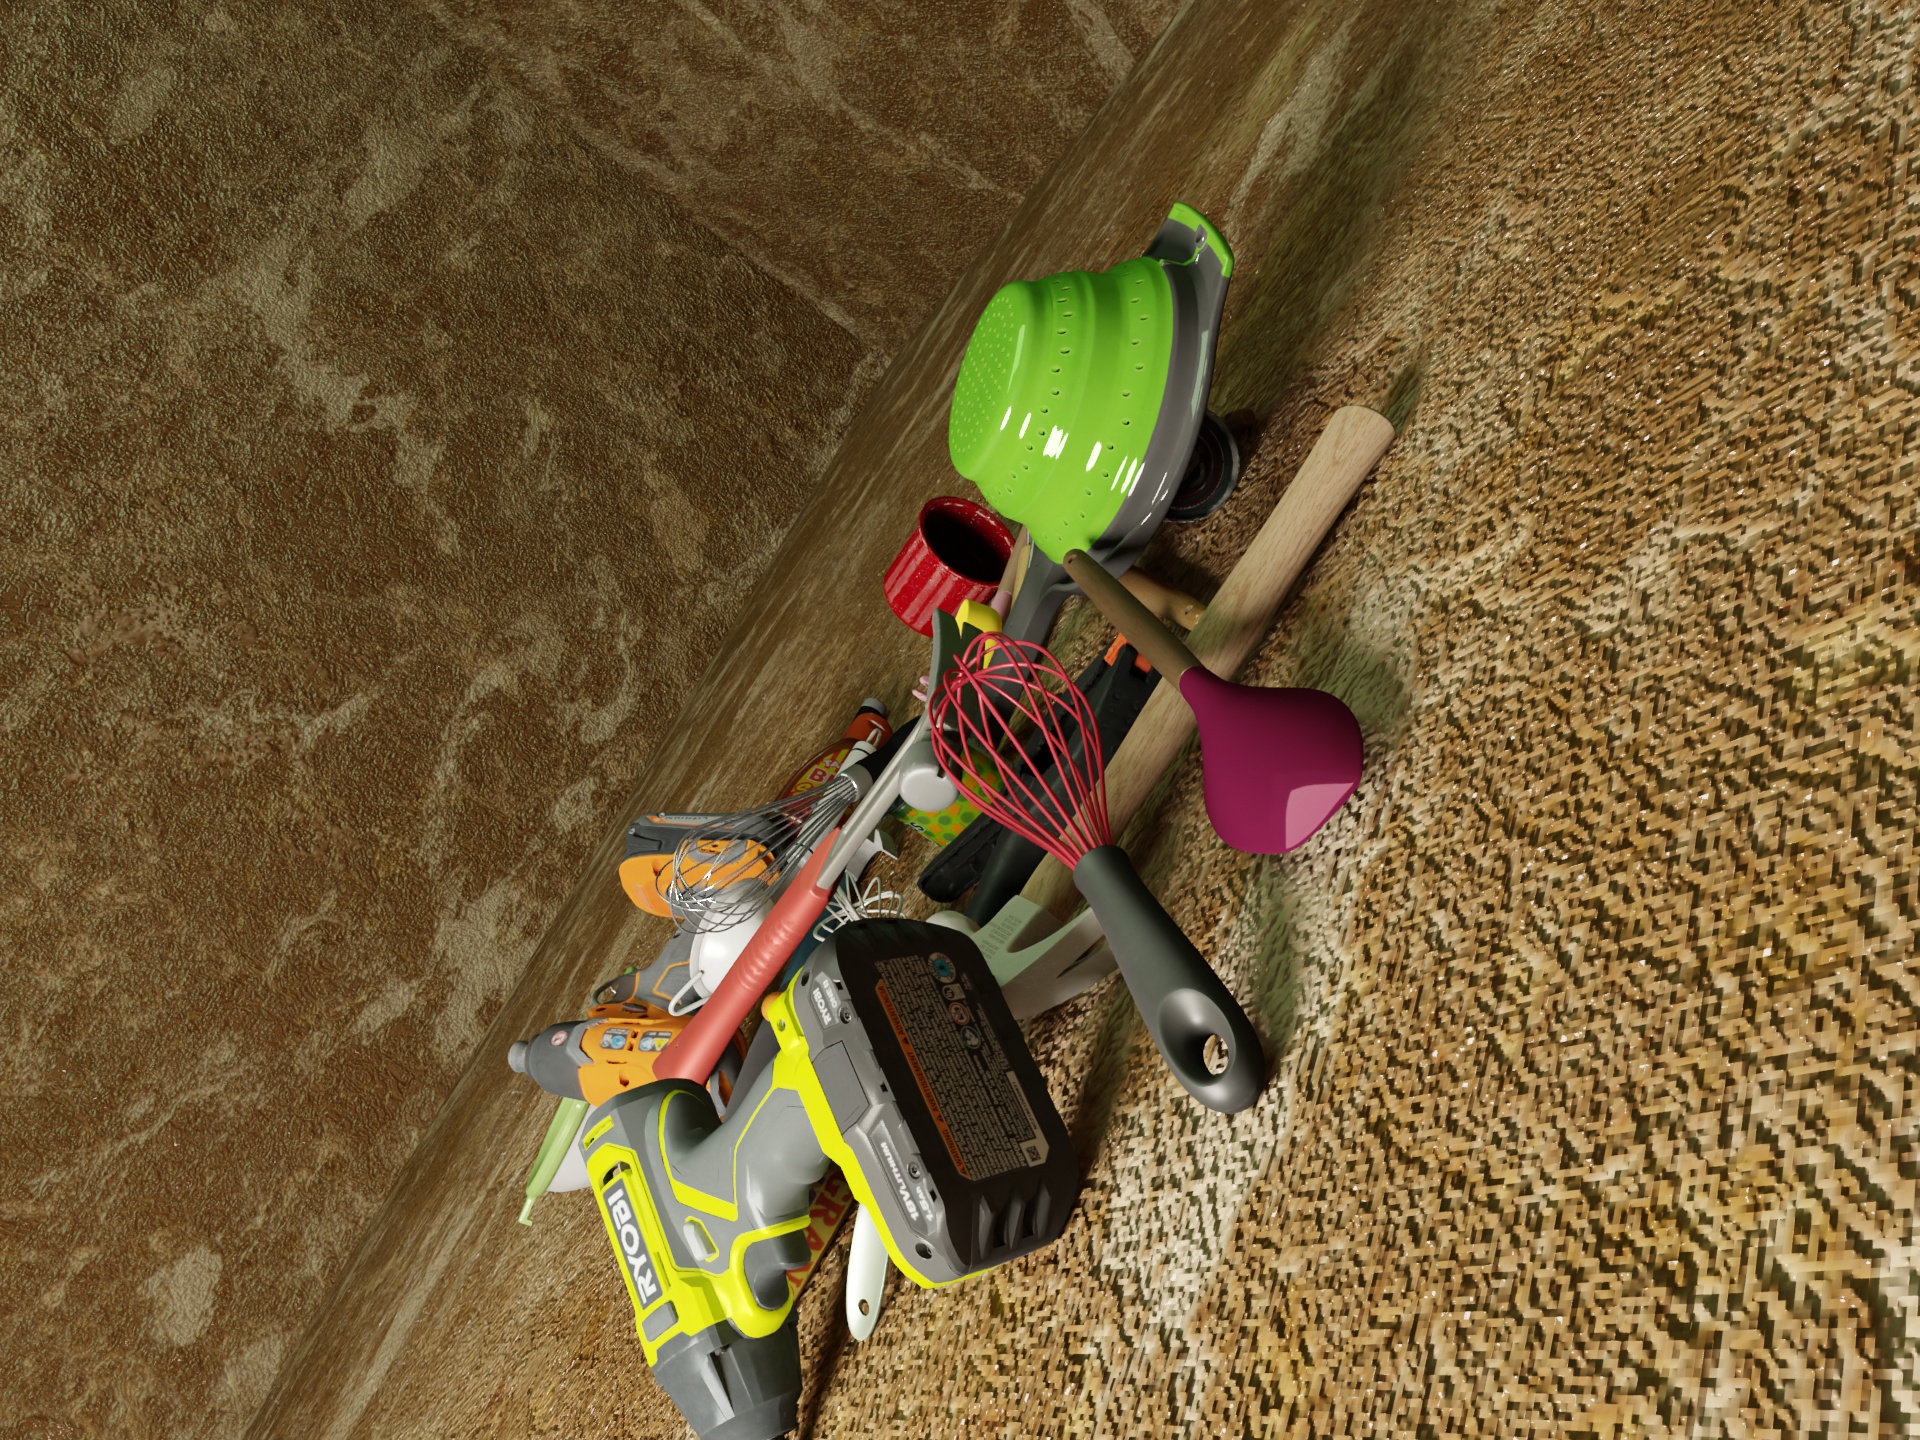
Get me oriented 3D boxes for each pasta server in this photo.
[{"bbox_3d":[0.035,-0.115,1.222,0.060,0.040,0.316,-38,21,42],"label":"pasta server"}]

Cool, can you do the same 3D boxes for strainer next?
[{"bbox_3d":[-0.272,0.285,1.280,0.151,0.069,0.256,-60,9,23],"label":"strainer"},{"bbox_3d":[-0.111,0.098,1.078,0.050,0.086,0.259,10,51,26],"label":"strainer"}]

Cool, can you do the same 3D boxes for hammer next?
[{"bbox_3d":[0.101,-0.008,0.726,0.331,0.031,0.130,-55,22,-8],"label":"hammer"},{"bbox_3d":[-0.090,0.099,0.924,0.359,0.036,0.149,-54,17,33],"label":"hammer"},{"bbox_3d":[-0.113,0.188,1.034,0.128,0.033,0.331,-46,17,40],"label":"hammer"}]

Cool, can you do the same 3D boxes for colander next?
[{"bbox_3d":[0.026,-0.112,0.921,0.205,0.094,0.397,-106,33,-56],"label":"colander"}]

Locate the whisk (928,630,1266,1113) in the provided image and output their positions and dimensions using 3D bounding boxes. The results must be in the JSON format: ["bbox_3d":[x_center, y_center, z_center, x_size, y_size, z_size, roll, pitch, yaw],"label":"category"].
[{"bbox_3d":[0.049,0.049,0.632,0.073,0.073,0.296,-52,33,15],"label":"whisk"}]

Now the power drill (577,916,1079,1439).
[{"bbox_3d":[-0.062,0.195,0.638,0.223,0.080,0.171,-45,61,35],"label":"power drill"}]

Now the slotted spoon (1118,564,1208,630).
[{"bbox_3d":[0.101,-0.087,0.952,0.070,0.031,0.314,-53,15,6],"label":"slotted spoon"}]

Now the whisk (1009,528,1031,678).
[{"bbox_3d":[0.054,-0.133,1.111,0.047,0.051,0.245,-2,61,22],"label":"whisk"}]

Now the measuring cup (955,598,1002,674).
[{"bbox_3d":[-0.002,-0.003,1.077,0.062,0.029,0.156,-129,51,-78],"label":"measuring cup"}]

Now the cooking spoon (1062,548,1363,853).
[{"bbox_3d":[0.094,-0.026,0.699,0.069,0.017,0.319,-47,24,8],"label":"cooking spoon"}]

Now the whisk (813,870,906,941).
[{"bbox_3d":[-0.048,0.126,0.883,0.059,0.058,0.246,-23,7,-7],"label":"whisk"}]

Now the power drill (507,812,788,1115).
[{"bbox_3d":[-0.216,0.172,1.128,0.084,0.164,0.227,77,-162,-44],"label":"power drill"}]

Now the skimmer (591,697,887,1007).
[{"bbox_3d":[-0.161,0.105,1.278,0.127,0.090,0.363,-1,49,40],"label":"skimmer"}]

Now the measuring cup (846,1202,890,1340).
[{"bbox_3d":[-0.019,0.181,0.675,0.083,0.038,0.167,17,99,41],"label":"measuring cup"}]

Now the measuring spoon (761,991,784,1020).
[{"bbox_3d":[-0.080,0.163,0.951,0.117,0.011,0.021,-18,37,40],"label":"measuring spoon"}]

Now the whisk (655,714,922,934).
[{"bbox_3d":[-0.092,0.055,1.055,0.284,0.070,0.070,-35,-6,-45],"label":"whisk"}]

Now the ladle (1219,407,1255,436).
[{"bbox_3d":[0.116,-0.168,1.097,0.069,0.031,0.315,-61,16,-15],"label":"ladle"}]
